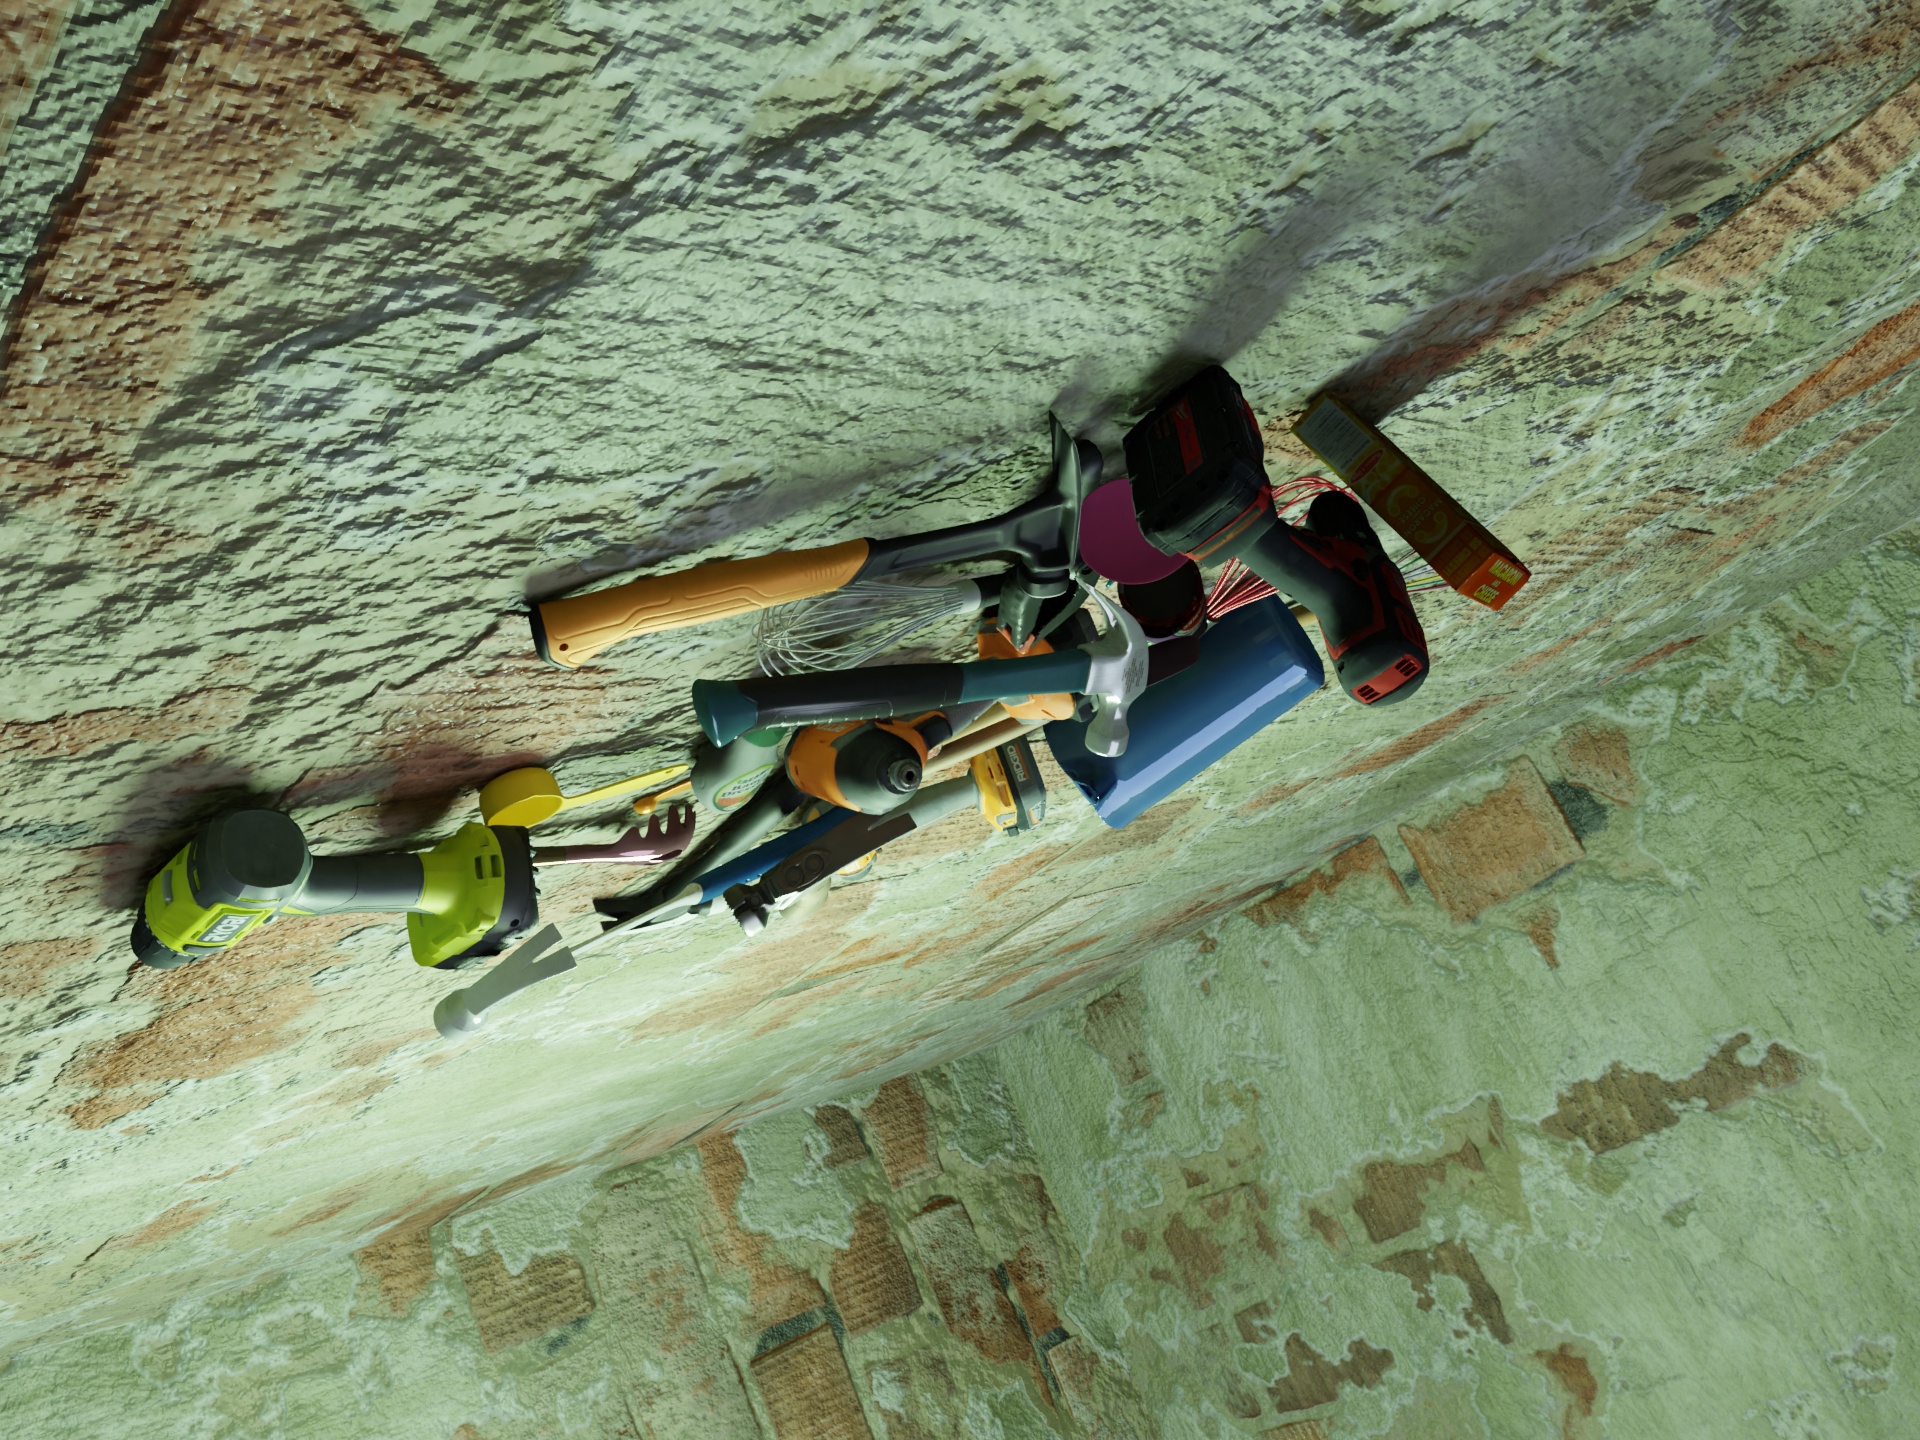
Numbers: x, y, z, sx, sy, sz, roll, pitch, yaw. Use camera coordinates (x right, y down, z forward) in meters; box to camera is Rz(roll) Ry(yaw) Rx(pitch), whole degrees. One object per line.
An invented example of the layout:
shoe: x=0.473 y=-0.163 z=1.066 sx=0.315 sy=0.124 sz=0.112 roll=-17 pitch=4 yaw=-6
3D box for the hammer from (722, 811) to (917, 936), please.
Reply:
hammer: x=-0.117 y=0.131 z=1.329 sx=0.146 sy=0.038 sz=0.410 roll=-32 pitch=175 yaw=-9

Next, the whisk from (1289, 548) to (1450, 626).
whisk: x=0.395 y=-0.127 z=1.526 sx=0.245 sy=0.047 sz=0.051 roll=-21 pitch=151 yaw=2

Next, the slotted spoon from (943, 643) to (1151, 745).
slotted spoon: x=0.061 y=-0.022 z=1.403 sx=0.314 sy=0.031 sz=0.070 roll=-26 pitch=150 yaw=13

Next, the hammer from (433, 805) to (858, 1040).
hammer: x=-0.215 y=0.139 z=1.253 sx=0.144 sy=0.035 sz=0.405 roll=-34 pitch=173 yaw=39

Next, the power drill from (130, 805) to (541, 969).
power drill: x=-0.418 y=0.121 z=1.059 sx=0.228 sy=0.080 sz=0.190 roll=7 pitch=151 yaw=-43

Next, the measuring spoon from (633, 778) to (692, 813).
measuring spoon: x=-0.207 y=0.051 z=1.279 sx=0.117 sy=0.011 sz=0.021 roll=-22 pitch=163 yaw=-8

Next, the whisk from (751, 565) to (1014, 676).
whisk: x=-0.023 y=-0.078 z=1.079 sx=0.284 sy=0.070 sz=0.070 roll=-16 pitch=161 yaw=-41

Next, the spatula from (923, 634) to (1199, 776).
spatula: x=0.046 y=0.002 z=1.259 sx=0.316 sy=0.018 sz=0.060 roll=-24 pitch=-153 yaw=20

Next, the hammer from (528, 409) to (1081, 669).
hammer: x=-0.086 y=-0.094 z=0.941 sx=0.337 sy=0.034 sz=0.127 roll=-15 pitch=139 yaw=-15

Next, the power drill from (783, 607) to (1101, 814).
power drill: x=-0.002 y=-0.004 z=1.146 sx=0.226 sy=0.084 sz=0.164 roll=-28 pitch=-165 yaw=-21

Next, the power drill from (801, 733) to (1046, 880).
power drill: x=-0.036 y=0.094 z=1.532 sx=0.226 sy=0.084 sz=0.185 roll=-19 pitch=163 yaw=-4

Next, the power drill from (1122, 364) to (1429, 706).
power drill: x=0.209 y=-0.128 z=1.029 sx=0.226 sy=0.188 sz=0.080 roll=34 pitch=124 yaw=-30

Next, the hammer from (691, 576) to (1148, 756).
hammer: x=-0.015 y=-0.021 z=1.018 sx=0.331 sy=0.033 sz=0.128 roll=-7 pitch=120 yaw=-32

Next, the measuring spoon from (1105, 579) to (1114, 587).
measuring spoon: x=0.149 y=-0.137 z=1.103 sx=0.128 sy=0.021 sz=0.042 roll=-50 pitch=177 yaw=3

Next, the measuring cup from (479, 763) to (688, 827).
measuring cup: x=-0.271 y=0.043 z=1.148 sx=0.156 sy=0.029 sz=0.062 roll=-16 pitch=161 yaw=-34

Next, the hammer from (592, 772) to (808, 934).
hammer: x=-0.203 y=0.107 z=1.414 sx=0.146 sy=0.035 sz=0.334 roll=-8 pitch=157 yaw=-44

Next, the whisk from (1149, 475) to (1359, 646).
whisk: x=0.213 y=-0.100 z=1.285 sx=0.073 sy=0.073 sz=0.295 roll=-9 pitch=155 yaw=-40

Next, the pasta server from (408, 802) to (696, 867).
pasta server: x=-0.335 y=0.099 z=1.231 sx=0.316 sy=0.040 sz=0.060 roll=0 pitch=151 yaw=-46

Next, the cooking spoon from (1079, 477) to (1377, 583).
cooking spoon: x=0.193 y=-0.128 z=1.101 sx=0.318 sy=0.069 sz=0.017 roll=-4 pitch=-173 yaw=-41
